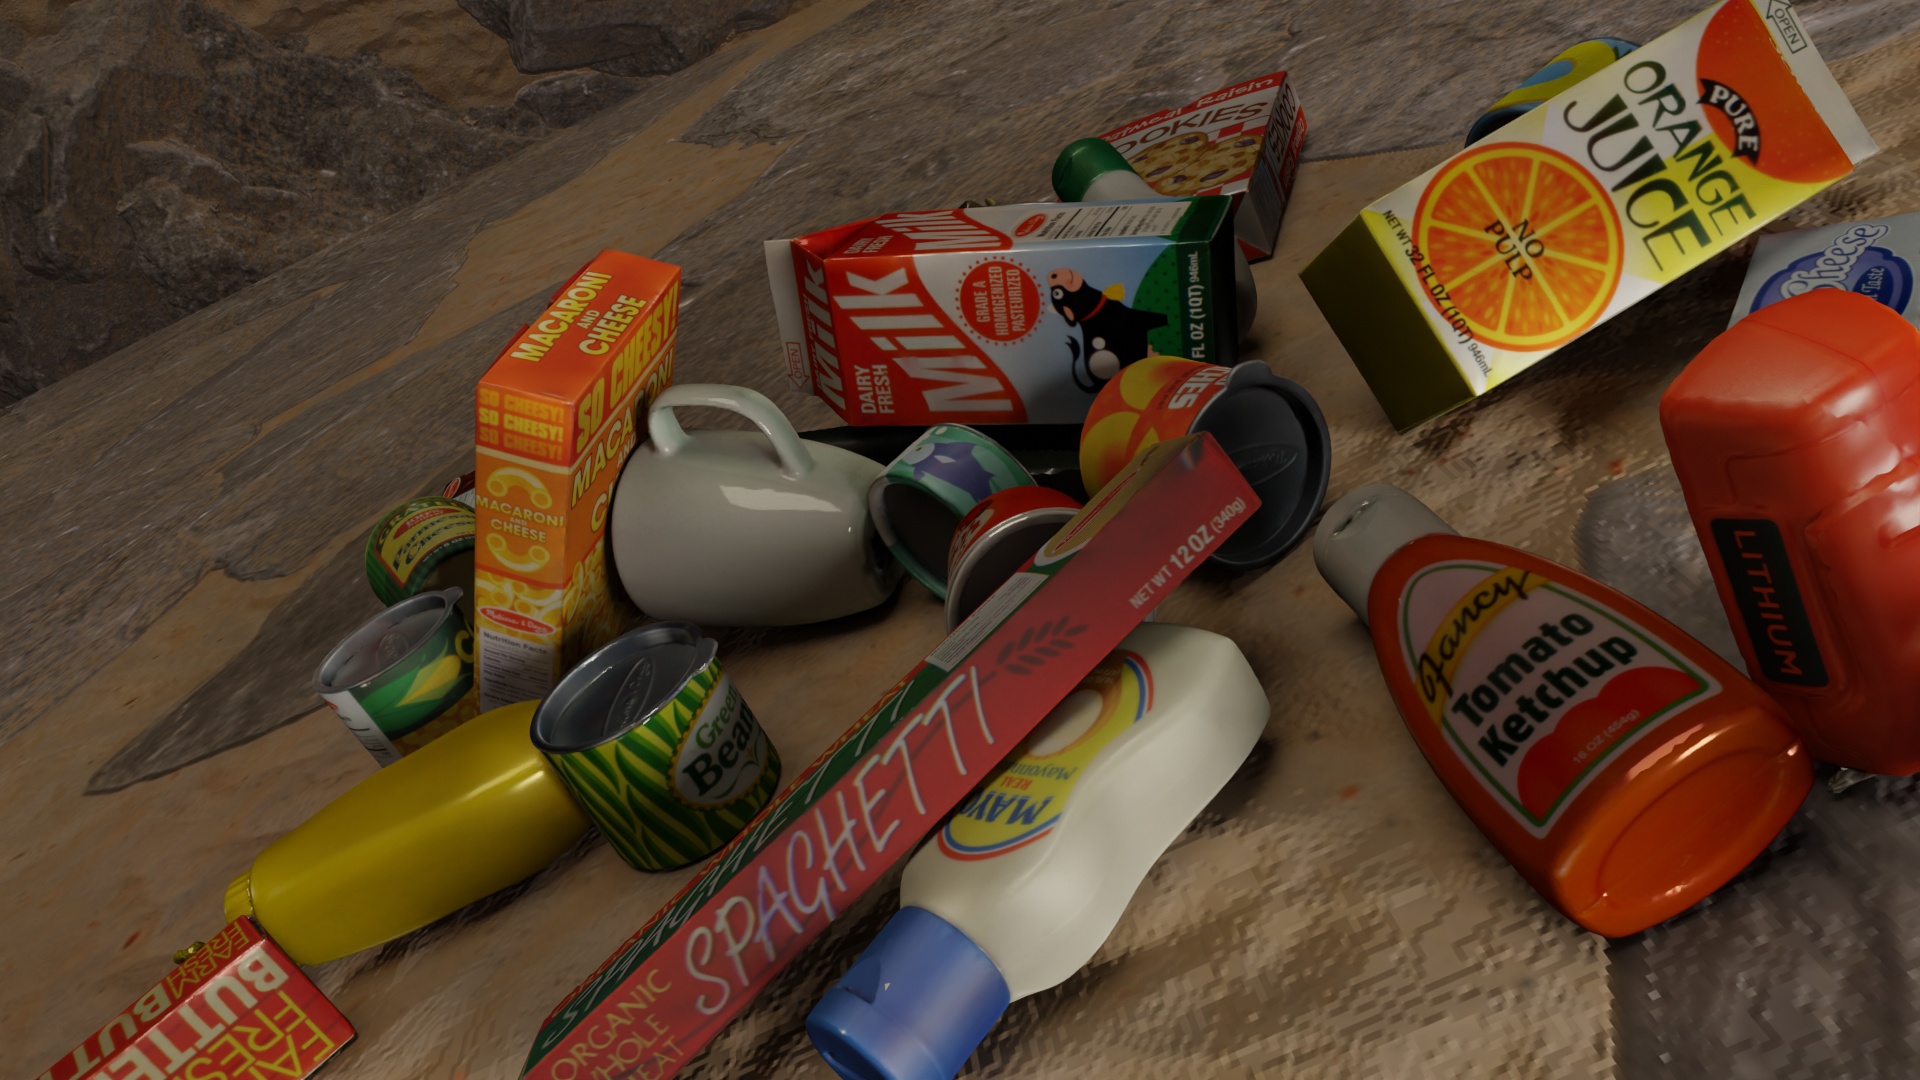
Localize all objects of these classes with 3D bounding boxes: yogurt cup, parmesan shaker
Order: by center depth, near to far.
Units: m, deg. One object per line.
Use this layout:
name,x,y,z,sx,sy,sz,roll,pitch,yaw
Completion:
yogurt cup,0.026,0.015,0.459,0.072,0.072,0.054,-27,19,1
parmesan shaker,-0.247,0.019,0.687,0.071,0.071,0.103,-38,29,-20

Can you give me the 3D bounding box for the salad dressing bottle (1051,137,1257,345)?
salad dressing bottle,0.084,-0.139,0.643,0.044,0.064,0.148,6,36,-27

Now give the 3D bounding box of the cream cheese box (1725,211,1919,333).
cream cheese box,0.265,-0.063,0.424,0.053,0.024,0.104,-2,36,41

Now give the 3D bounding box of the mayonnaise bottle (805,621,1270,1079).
mayonnaise bottle,0.021,0.082,0.369,0.064,0.041,0.149,-3,35,51

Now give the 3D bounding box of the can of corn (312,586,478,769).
can of corn,-0.232,0.063,0.605,0.071,0.058,0.071,-21,28,12

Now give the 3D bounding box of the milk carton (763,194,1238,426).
milk carton,0.012,-0.092,0.563,0.190,0.072,0.074,2,27,18

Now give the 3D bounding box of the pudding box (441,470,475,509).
pudding box,-0.279,-0.018,0.815,0.049,0.030,0.084,-27,27,2

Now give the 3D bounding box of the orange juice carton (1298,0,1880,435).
orange juice carton,0.222,-0.118,0.477,0.193,0.072,0.073,-30,-4,-6

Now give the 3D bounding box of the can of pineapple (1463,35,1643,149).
can of pineapple,0.246,-0.159,0.560,0.058,0.070,0.071,-37,29,-18

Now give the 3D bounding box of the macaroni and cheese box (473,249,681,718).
macaroni and cheese box,-0.160,-0.020,0.578,0.040,0.165,0.124,14,35,1

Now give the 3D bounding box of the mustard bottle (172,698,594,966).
mustard bottle,-0.211,0.116,0.506,0.160,0.048,0.065,-28,27,0

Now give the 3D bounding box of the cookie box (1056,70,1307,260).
cookie box,0.116,-0.193,0.759,0.123,0.040,0.168,-12,32,29

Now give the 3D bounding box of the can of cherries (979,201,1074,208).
can of cherries,0.028,-0.118,0.631,0.071,0.058,0.072,-5,25,2

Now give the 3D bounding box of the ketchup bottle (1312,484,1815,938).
ketchup bottle,0.137,0.030,0.353,0.064,0.043,0.149,-42,25,9

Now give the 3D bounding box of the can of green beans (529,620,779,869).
can of green beans,-0.104,0.071,0.481,0.071,0.057,0.071,-21,28,12

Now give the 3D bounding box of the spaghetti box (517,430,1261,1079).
spaghetti box,-0.018,0.063,0.388,0.250,0.028,0.050,-43,6,-8

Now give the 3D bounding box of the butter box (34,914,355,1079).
butter box,-0.252,0.174,0.439,0.104,0.053,0.024,-42,33,-26

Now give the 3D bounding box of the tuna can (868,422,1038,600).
tuna can,0.002,-0.006,0.515,0.071,0.071,0.033,8,45,48

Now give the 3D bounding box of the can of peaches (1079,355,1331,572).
can of peaches,0.083,-0.030,0.477,0.071,0.071,0.058,-36,27,-17
